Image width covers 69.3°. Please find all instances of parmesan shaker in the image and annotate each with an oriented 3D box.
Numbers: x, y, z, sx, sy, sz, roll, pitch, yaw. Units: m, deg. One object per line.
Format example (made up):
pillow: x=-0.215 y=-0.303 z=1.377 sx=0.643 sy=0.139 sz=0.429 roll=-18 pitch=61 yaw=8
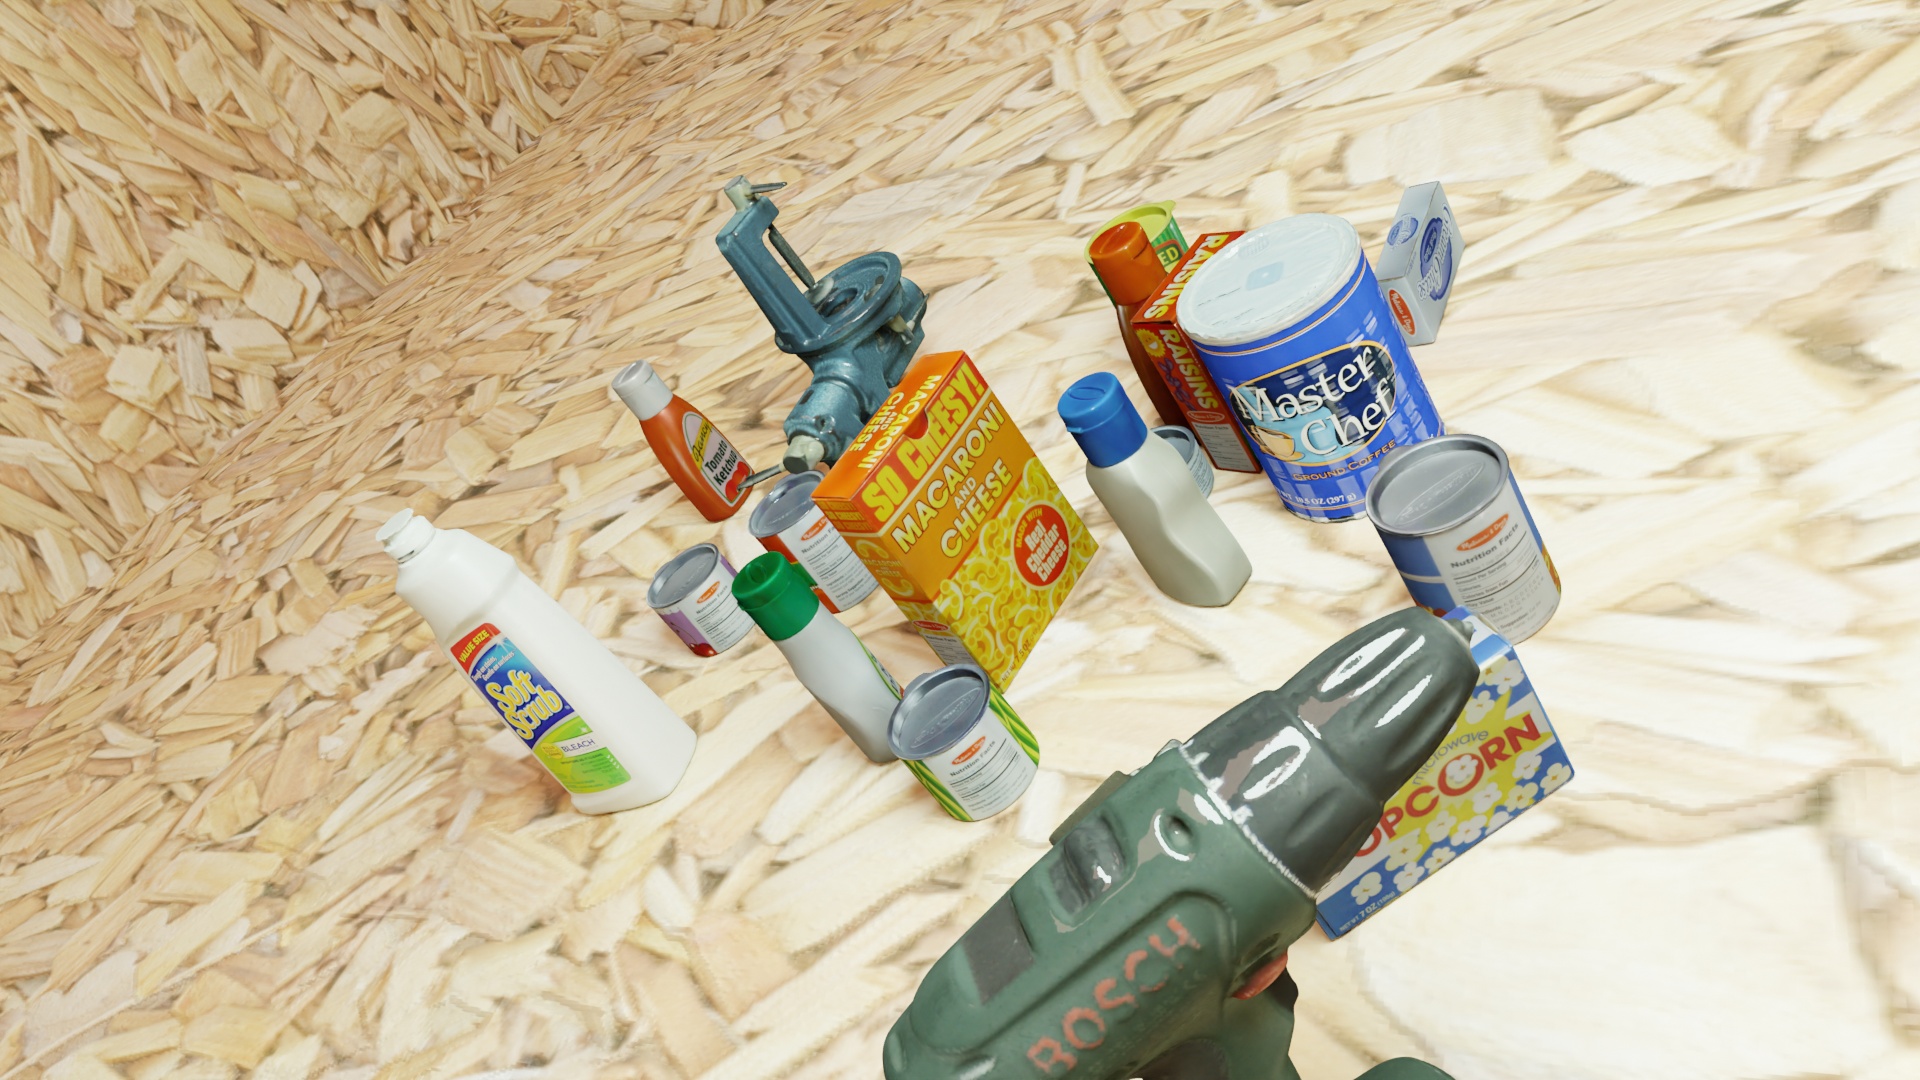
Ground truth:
parmesan shaker: x=0.142 y=-0.176 z=0.972 sx=0.071 sy=0.102 sz=0.072 roll=-26 pitch=32 yaw=18

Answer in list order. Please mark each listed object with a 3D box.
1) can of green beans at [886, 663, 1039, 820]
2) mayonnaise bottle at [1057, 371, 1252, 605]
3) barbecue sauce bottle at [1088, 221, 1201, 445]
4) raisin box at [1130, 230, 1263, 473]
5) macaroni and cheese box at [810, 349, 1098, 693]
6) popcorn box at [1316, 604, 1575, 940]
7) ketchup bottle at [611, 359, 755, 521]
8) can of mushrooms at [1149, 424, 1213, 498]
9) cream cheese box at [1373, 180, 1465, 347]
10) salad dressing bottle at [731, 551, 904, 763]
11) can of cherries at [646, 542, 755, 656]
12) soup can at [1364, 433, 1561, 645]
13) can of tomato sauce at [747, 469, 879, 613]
can of green beans: x=0.002 y=0.111 z=0.765 sx=0.071 sy=0.057 sz=0.071 roll=-25 pitch=32 yaw=18
mayonnaise bottle: x=0.104 y=-0.027 z=0.763 sx=0.041 sy=0.147 sz=0.065 roll=-49 pitch=33 yaw=-20
barbecue sauce bottle: x=0.130 y=-0.132 z=0.879 sx=0.043 sy=0.148 sz=0.065 roll=8 pitch=52 yaw=50
raisin box: x=0.165 y=-0.114 z=0.845 sx=0.040 sy=0.123 sz=0.086 roll=10 pitch=54 yaw=51
macaroni and cheese box: x=0.003 y=-0.010 z=0.823 sx=0.040 sy=0.166 sz=0.124 roll=1 pitch=47 yaw=46
popcorn box: x=0.182 y=0.097 z=0.579 sx=0.127 sy=0.085 sz=0.038 roll=-35 pitch=31 yaw=2
ketchup bottle: x=-0.237 y=-0.087 z=1.182 sx=0.043 sy=0.148 sz=0.065 roll=-14 pitch=37 yaw=33
can of mushrooms: x=0.121 y=-0.038 z=0.873 sx=0.071 sy=0.033 sz=0.071 roll=-25 pitch=32 yaw=18
cream cheese box: x=0.288 y=-0.174 z=0.872 sx=0.024 sy=0.053 sz=0.104 roll=-7 pitch=41 yaw=40
salad dressing bottle: x=-0.077 y=0.069 z=0.813 sx=0.044 sy=0.147 sz=0.064 roll=-41 pitch=31 yaw=-7
can of cherries: x=-0.194 y=0.045 z=1.050 sx=0.071 sy=0.058 sz=0.072 roll=-26 pitch=32 yaw=18
soup can: x=0.237 y=0.001 z=0.657 sx=0.071 sy=0.083 sz=0.072 roll=-26 pitch=32 yaw=18
can of tomato sauce: x=-0.101 y=0.001 z=0.993 sx=0.071 sy=0.083 sz=0.071 roll=-26 pitch=32 yaw=18
